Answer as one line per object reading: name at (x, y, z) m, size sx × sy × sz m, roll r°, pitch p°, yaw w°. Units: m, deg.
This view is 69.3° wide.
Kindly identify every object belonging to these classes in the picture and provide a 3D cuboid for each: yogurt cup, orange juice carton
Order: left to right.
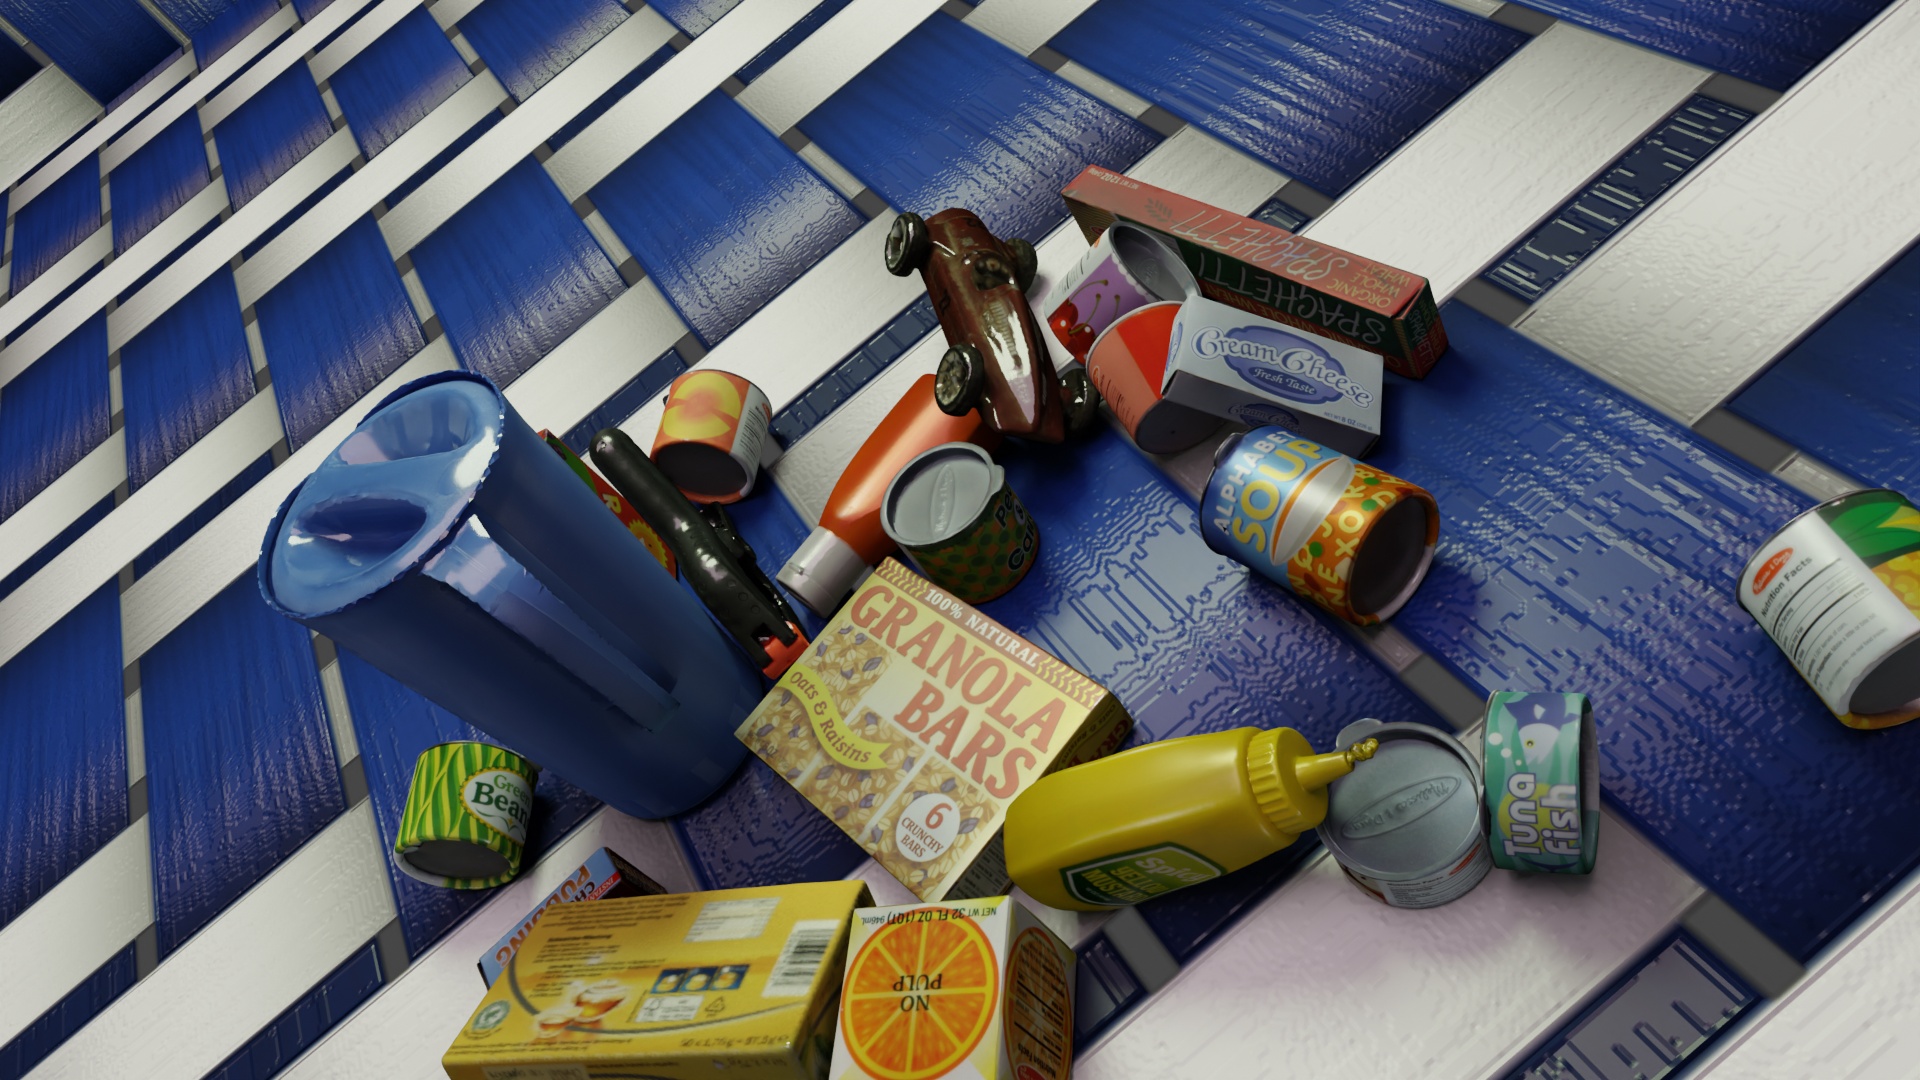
orange juice carton at (-0.006, 0.238, 0.520) m, size 0.071 × 0.072 × 0.194 m, roll -12°, pitch 50°, yaw 24°
yogurt cup at (0.105, -0.082, 0.717) m, size 0.072 × 0.072 × 0.054 m, roll -28°, pitch 57°, yaw 10°

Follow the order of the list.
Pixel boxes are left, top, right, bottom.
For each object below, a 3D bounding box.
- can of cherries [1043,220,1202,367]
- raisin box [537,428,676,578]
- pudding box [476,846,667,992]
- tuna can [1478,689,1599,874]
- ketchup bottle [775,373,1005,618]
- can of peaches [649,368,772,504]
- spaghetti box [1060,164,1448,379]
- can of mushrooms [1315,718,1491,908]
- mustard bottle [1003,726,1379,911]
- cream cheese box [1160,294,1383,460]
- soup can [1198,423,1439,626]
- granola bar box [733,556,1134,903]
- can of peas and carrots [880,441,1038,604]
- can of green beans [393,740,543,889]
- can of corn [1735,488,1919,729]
can of cherries at (0.089, -0.127, 0.752) m, size 0.058 × 0.071 × 0.072 m, roll -45°, pitch 37°, yaw 33°
raisin box at (-0.217, 0.007, 0.804) m, size 0.040 × 0.123 × 0.086 m, roll -23°, pitch 46°, yaw 17°
pudding box at (-0.187, 0.197, 0.683) m, size 0.084 × 0.049 × 0.030 m, roll -42°, pitch 41°, yaw -5°
tuna can at (0.212, 0.089, 0.507) m, size 0.033 × 0.071 × 0.071 m, roll -2°, pitch 54°, yaw 31°
ketchup bottle at (-0.042, -0.024, 0.777) m, size 0.065 × 0.043 × 0.149 m, roll 30°, pitch 74°, yaw 38°
can of peaches at (-0.157, -0.064, 0.865) m, size 0.071 × 0.071 × 0.058 m, roll -11°, pitch 51°, yaw 25°
spaghetti box at (0.151, -0.151, 0.754) m, size 0.029 × 0.050 × 0.250 m, roll -47°, pitch 45°, yaw -8°
can of mushrooms at (0.173, 0.105, 0.544) m, size 0.071 × 0.033 × 0.071 m, roll -17°, pitch 48°, yaw 21°
mustard bottle at (0.092, 0.107, 0.551) m, size 0.159 × 0.065 × 0.049 m, roll -27°, pitch 45°, yaw 34°
cream cheese box at (0.152, -0.080, 0.675) m, size 0.104 × 0.024 × 0.053 m, roll 17°, pitch 56°, yaw -4°
soup can at (0.158, -0.009, 0.619) m, size 0.071 × 0.071 × 0.084 m, roll -48°, pitch 45°, yaw -10°
granola bar box at (-0.016, 0.092, 0.669) m, size 0.124 × 0.039 × 0.166 m, roll -50°, pitch 45°, yaw -11°
can of peas and carrots at (0.003, -0.009, 0.726) m, size 0.071 × 0.058 × 0.071 m, roll -17°, pitch 48°, yaw 20°
can of green beans at (-0.270, 0.151, 0.761) m, size 0.071 × 0.071 × 0.058 m, roll -18°, pitch 48°, yaw 19°
can of corn at (0.326, 0.025, 0.493) m, size 0.071 × 0.071 × 0.058 m, roll -28°, pitch 46°, yaw 10°
